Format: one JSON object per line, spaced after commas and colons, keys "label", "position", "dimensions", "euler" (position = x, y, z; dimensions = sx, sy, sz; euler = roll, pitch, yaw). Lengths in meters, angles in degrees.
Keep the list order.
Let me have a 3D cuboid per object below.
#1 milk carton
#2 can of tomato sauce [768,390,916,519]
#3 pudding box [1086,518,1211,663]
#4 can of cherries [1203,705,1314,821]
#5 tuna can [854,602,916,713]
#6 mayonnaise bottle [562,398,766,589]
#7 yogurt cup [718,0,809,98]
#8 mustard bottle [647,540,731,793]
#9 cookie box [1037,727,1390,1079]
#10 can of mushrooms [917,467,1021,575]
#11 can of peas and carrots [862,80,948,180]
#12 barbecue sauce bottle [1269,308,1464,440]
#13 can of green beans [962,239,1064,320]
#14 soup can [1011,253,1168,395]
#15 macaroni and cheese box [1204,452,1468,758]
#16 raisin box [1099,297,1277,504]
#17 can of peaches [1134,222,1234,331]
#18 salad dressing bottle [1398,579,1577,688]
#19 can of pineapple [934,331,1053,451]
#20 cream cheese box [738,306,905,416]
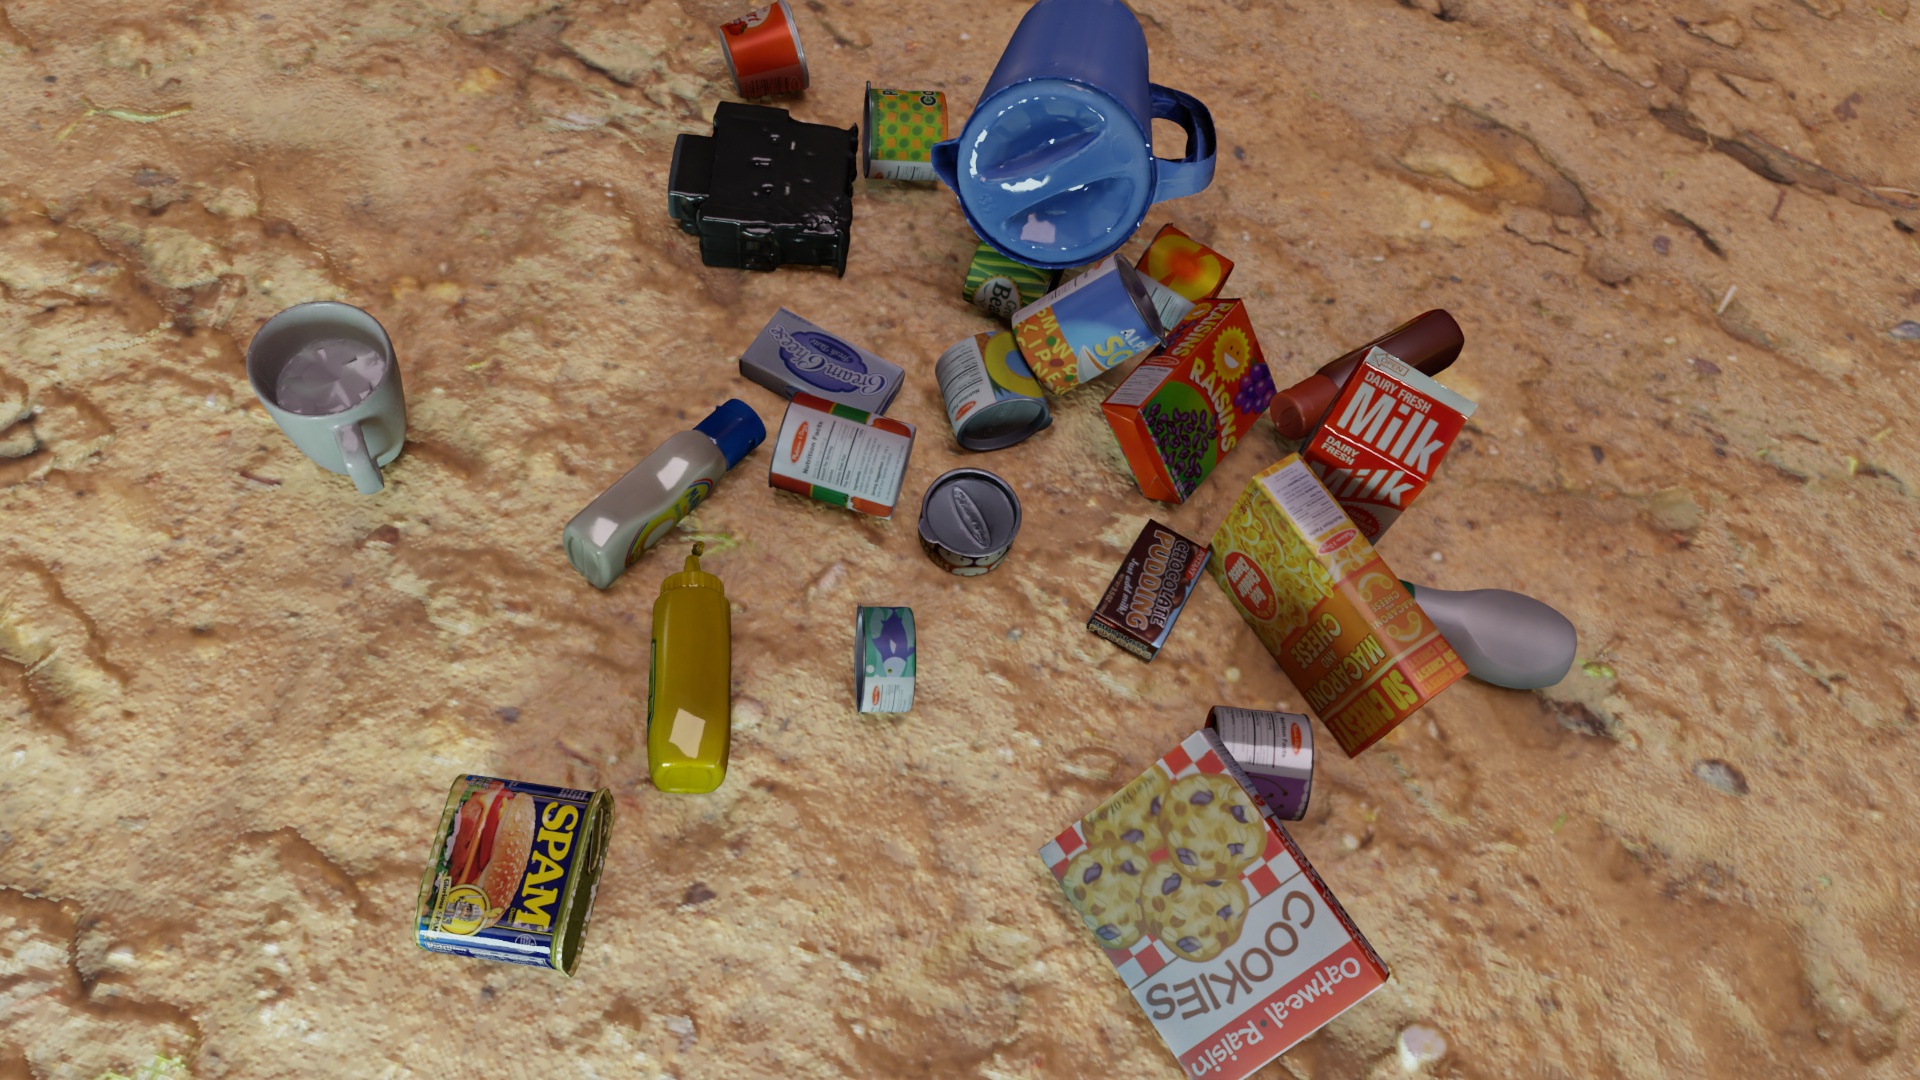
{"label": "milk carton", "position": [0.259, -0.054, 0.892], "dimensions": [0.072, 0.189, 0.074], "euler": [31, 63, 7]}
{"label": "can of tomato sauce", "position": [-0.077, -0.056, 0.916], "dimensions": [0.083, 0.071, 0.071], "euler": [16, 63, -1]}
{"label": "pudding box", "position": [0.125, 0.033, 0.919], "dimensions": [0.050, 0.030, 0.084], "euler": [31, 64, 6]}
{"label": "can of cherries", "position": [0.180, 0.139, 0.855], "dimensions": [0.058, 0.071, 0.072], "euler": [6, 63, 1]}
{"label": "tuna can", "position": [-0.047, 0.071, 0.856], "dimensions": [0.033, 0.070, 0.071], "euler": [1, 64, -9]}
{"label": "mayonnaise bottle", "position": [-0.187, -0.035, 0.892], "dimensions": [0.041, 0.064, 0.149], "euler": [40, 62, 8]}
{"label": "yogurt cup", "position": [-0.151, -0.373, 1.064], "dimensions": [0.054, 0.072, 0.072], "euler": [-19, 68, -8]}
{"label": "mustard bottle", "position": [-0.164, 0.071, 0.843], "dimensions": [0.049, 0.065, 0.161], "euler": [2, 58, -13]}
{"label": "cookie box", "position": [0.143, 0.212, 0.795], "dimensions": [0.122, 0.040, 0.168], "euler": [-40, 72, 13]}
{"label": "can of mushrooms", "position": [0.003, -0.012, 0.922], "dimensions": [0.071, 0.033, 0.071], "euler": [3, 64, -7]}
{"label": "can of peas and carrots", "position": [-0.042, -0.307, 1.042], "dimensions": [0.059, 0.070, 0.071], "euler": [0, 64, -9]}
{"label": "barbecue sauce bottle", "position": [0.289, -0.116, 0.995], "dimensions": [0.149, 0.064, 0.044], "euler": [-27, 78, -22]}
{"label": "can of green beans", "position": [0.040, -0.192, 0.999], "dimensions": [0.058, 0.071, 0.071], "euler": [24, 63, 4]}
{"label": "soup can", "position": [0.088, -0.143, 0.943], "dimensions": [0.083, 0.071, 0.071], "euler": [-28, 66, 20]}
{"label": "macaroni and cheese box", "position": [0.230, 0.043, 0.877], "dimensions": [0.040, 0.123, 0.167], "euler": [-29, 71, -18]}
{"label": "raisin box", "position": [0.160, -0.098, 0.958], "dimensions": [0.040, 0.085, 0.124], "euler": [12, 50, 49]}
{"label": "can of peaches", "position": [0.160, -0.191, 1.015], "dimensions": [0.058, 0.071, 0.071], "euler": [33, 64, 8]}
{"label": "salad dressing bottle", "position": [0.332, 0.056, 0.931], "dimensions": [0.148, 0.043, 0.064], "euler": [17, 65, 1]}
{"label": "can of pineapple", "position": [0.022, -0.102, 0.953], "dimensions": [0.071, 0.070, 0.058], "euler": [-12, 66, -14]}
{"label": "cream cheese box", "position": [-0.096, -0.117, 0.965], "dimensions": [0.104, 0.024, 0.053], "euler": [28, 64, 6]}
